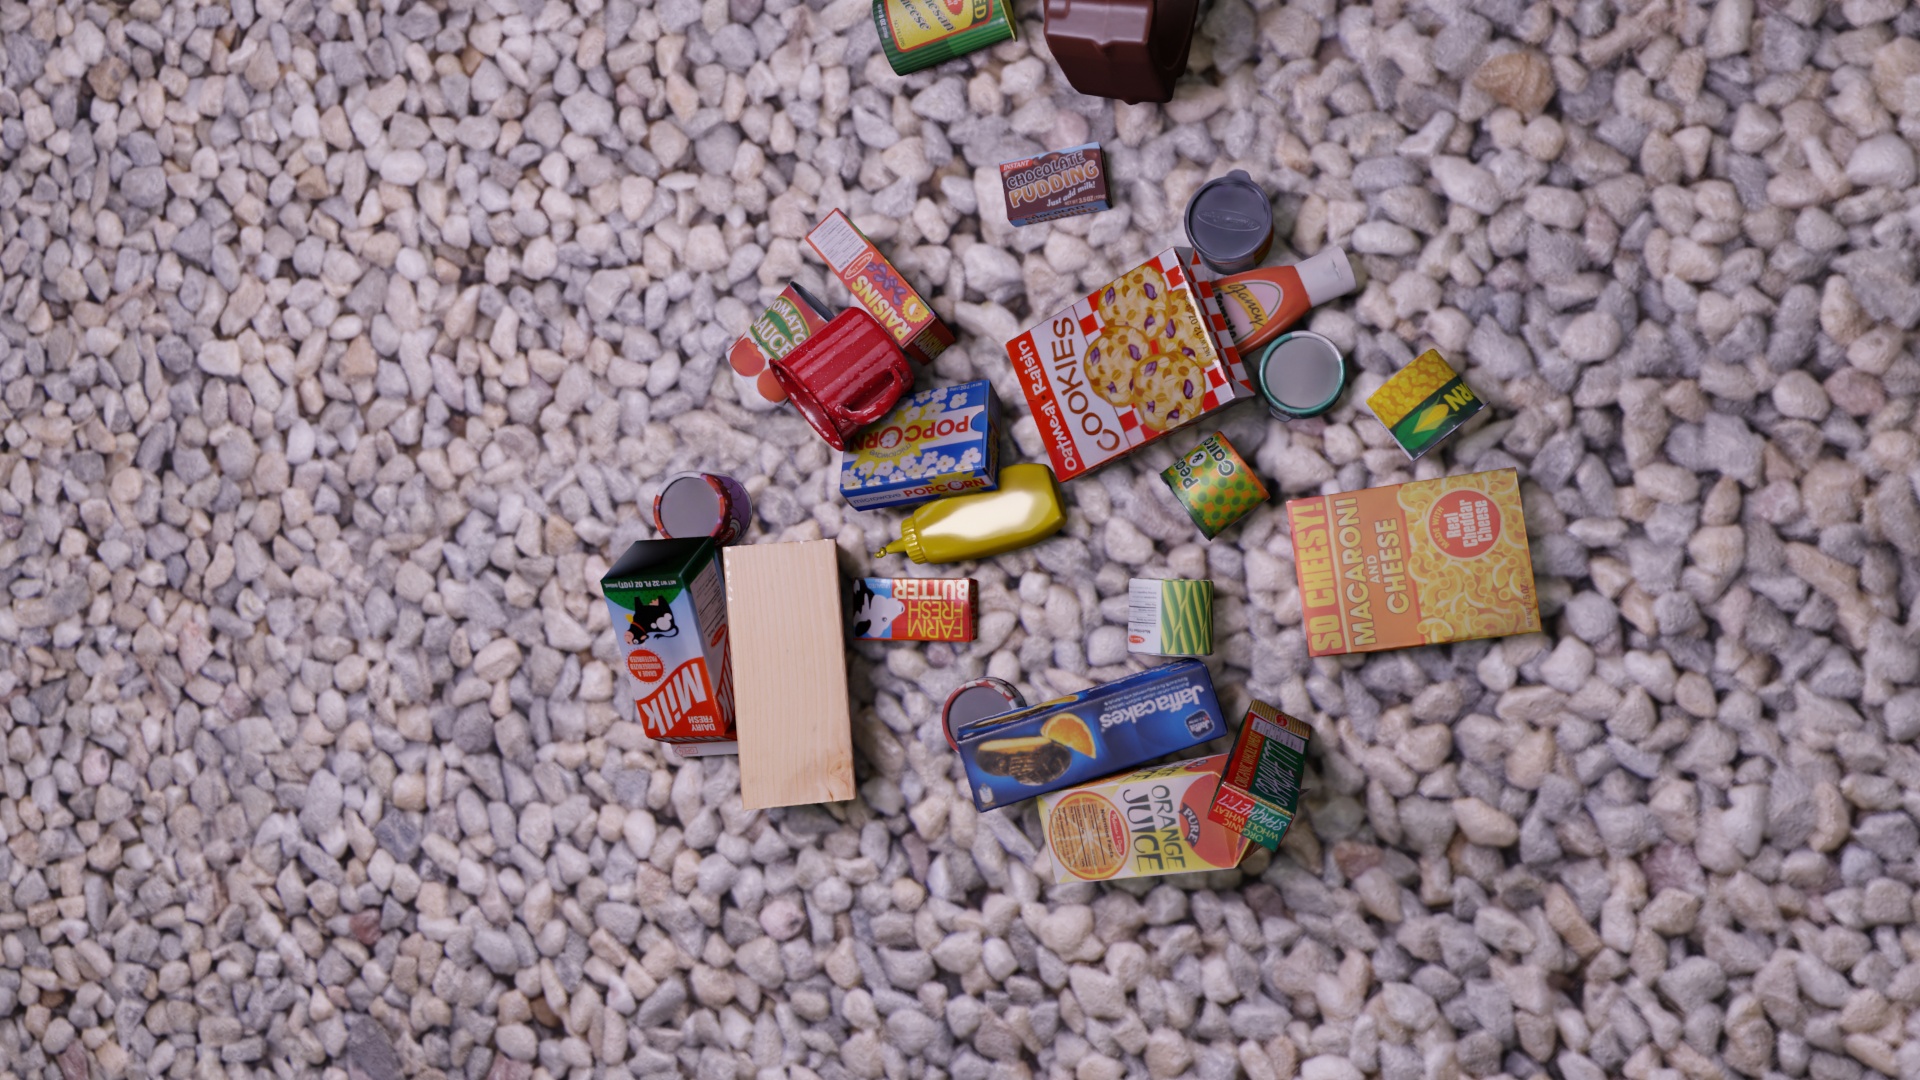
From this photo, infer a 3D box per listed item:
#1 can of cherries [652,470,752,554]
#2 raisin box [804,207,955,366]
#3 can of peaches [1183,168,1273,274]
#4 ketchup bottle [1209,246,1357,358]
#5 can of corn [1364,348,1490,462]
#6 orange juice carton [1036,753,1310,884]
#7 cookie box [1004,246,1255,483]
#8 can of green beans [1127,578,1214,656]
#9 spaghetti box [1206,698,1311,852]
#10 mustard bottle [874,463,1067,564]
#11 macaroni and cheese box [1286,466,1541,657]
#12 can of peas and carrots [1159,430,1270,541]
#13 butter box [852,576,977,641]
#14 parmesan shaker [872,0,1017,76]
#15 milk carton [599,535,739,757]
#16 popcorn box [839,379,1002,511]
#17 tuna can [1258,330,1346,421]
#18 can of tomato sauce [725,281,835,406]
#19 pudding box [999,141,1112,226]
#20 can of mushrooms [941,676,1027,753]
[{"bbox_3d":[-0.217,-0.023,1.174,0.071,0.058,0.071,0,89,14],"label":"can of cherries"},{"bbox_3d":[-0.063,-0.204,1.126,0.040,0.086,0.123,-42,80,5],"label":"raisin box"},{"bbox_3d":[0.210,-0.245,1.076,0.071,0.058,0.071,0,89,14],"label":"can of peaches"},{"bbox_3d":[0.230,-0.181,1.077,0.148,0.043,0.065,-23,84,12],"label":"ketchup bottle"},{"bbox_3d":[0.347,-0.102,1.035,0.071,0.071,0.058,-39,80,10],"label":"can of corn"},{"bbox_3d":[0.161,0.207,1.044,0.192,0.072,0.073,-14,86,31],"label":"orange juice carton"},{"bbox_3d":[0.126,-0.133,1.072,0.167,0.040,0.123,-25,82,36],"label":"cookie box"},{"bbox_3d":[0.163,0.059,1.077,0.071,0.071,0.058,1,89,14],"label":"can of green beans"},{"bbox_3d":[0.212,0.158,0.970,0.050,0.250,0.028,25,102,13],"label":"spaghetti box"},{"bbox_3d":[0.004,-0.014,1.125,0.160,0.049,0.065,-17,78,13],"label":"mustard bottle"},{"bbox_3d":[0.339,0.018,1.049,0.166,0.040,0.123,-8,87,13],"label":"macaroni and cheese box"},{"bbox_3d":[0.195,-0.044,1.070,0.058,0.071,0.071,-37,81,10],"label":"can of peas and carrots"},{"bbox_3d":[-0.038,0.057,1.147,0.103,0.024,0.053,0,89,13],"label":"butter box"},{"bbox_3d":[-0.012,-0.422,1.127,0.103,0.071,0.071,-16,86,13],"label":"parmesan shaker"},{"bbox_3d":[-0.228,0.098,1.148,0.072,0.074,0.189,-4,114,14],"label":"milk carton"},{"bbox_3d":[-0.032,-0.076,1.117,0.126,0.038,0.085,-8,57,20],"label":"popcorn box"},{"bbox_3d":[0.263,-0.126,1.074,0.071,0.033,0.071,0,89,13],"label":"tuna can"},{"bbox_3d":[-0.144,-0.163,1.153,0.083,0.071,0.071,-45,80,10],"label":"can of tomato sauce"},{"bbox_3d":[0.077,-0.288,1.122,0.083,0.030,0.049,-8,87,13],"label":"pudding box"},{"bbox_3d":[0.017,0.145,1.128,0.071,0.033,0.071,0,90,13],"label":"can of mushrooms"}]
